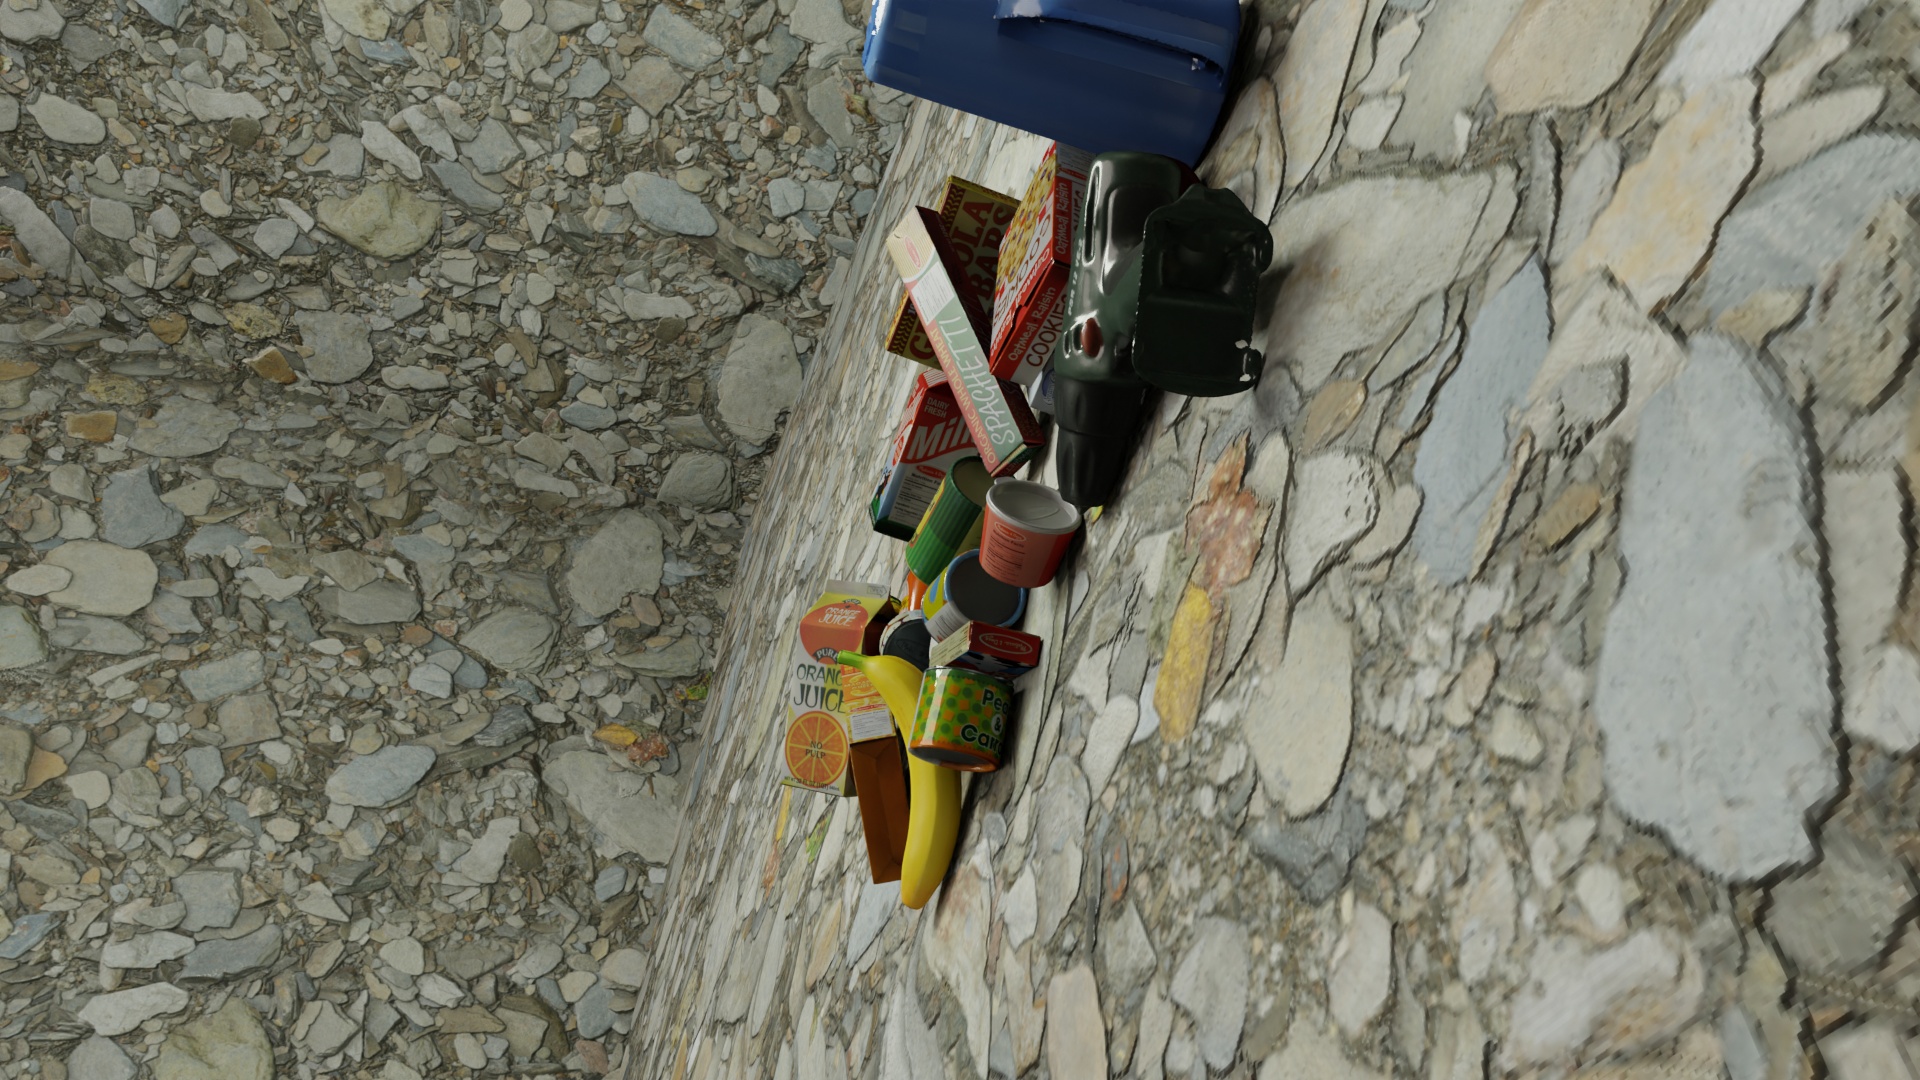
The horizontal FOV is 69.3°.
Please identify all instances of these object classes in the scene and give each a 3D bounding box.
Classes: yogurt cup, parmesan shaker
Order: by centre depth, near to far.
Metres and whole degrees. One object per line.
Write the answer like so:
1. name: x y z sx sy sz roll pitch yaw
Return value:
1. yogurt cup: 0.046 -0.003 0.972 0.073 0.072 0.053 -95 18 -60
2. parmesan shaker: 0.004 -0.015 1.161 0.072 0.071 0.102 -86 19 -46

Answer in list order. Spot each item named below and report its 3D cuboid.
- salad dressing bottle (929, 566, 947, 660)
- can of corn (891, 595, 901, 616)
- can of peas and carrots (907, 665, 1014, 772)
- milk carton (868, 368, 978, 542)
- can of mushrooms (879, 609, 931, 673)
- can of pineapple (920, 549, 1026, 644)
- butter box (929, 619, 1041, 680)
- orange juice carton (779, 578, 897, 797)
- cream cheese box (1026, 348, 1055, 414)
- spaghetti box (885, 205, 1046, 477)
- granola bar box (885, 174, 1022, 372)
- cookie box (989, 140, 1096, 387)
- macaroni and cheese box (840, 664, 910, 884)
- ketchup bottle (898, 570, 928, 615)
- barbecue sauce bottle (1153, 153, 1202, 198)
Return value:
1. salad dressing bottle: -0.002 0.091 1.092 0.064 0.044 0.148 128 154 -56
2. can of corn: -0.077 0.087 1.350 0.058 0.071 0.071 -134 62 -75
3. can of peas and carrots: 0.002 0.127 0.976 0.070 0.071 0.059 137 148 -65
4. milk carton: -0.023 -0.095 1.361 0.072 0.073 0.190 -111 40 -71
5. can of mushrooms: -0.036 0.095 1.170 0.033 0.071 0.071 -125 54 -75
6. can of pineapple: 0.010 0.044 1.048 0.057 0.071 0.071 132 153 -61
7. butter box: 0.016 0.084 1.002 0.103 0.053 0.024 137 145 -67
8. orange juice carton: -0.105 0.133 1.271 0.073 0.072 0.192 12 -96 -61
9. cream cheese box: 0.073 -0.150 1.142 0.104 0.024 0.053 -94 24 -59
10. spaghetti box: 0.002 -0.168 1.162 0.050 0.029 0.251 -42 61 39
11. granola bar box: 0.018 -0.228 1.253 0.039 0.124 0.164 -94 25 -65
12. cookie box: 0.065 -0.221 1.091 0.122 0.040 0.168 121 161 -46
13. macaroni and cheese box: -0.068 0.184 1.140 0.167 0.040 0.123 -114 15 -72
14. ketchup bottle: -0.033 0.062 1.258 0.064 0.043 0.149 121 163 -66
15. barbecue sauce bottle: 0.117 -0.190 0.964 0.065 0.044 0.147 -99 27 -43
